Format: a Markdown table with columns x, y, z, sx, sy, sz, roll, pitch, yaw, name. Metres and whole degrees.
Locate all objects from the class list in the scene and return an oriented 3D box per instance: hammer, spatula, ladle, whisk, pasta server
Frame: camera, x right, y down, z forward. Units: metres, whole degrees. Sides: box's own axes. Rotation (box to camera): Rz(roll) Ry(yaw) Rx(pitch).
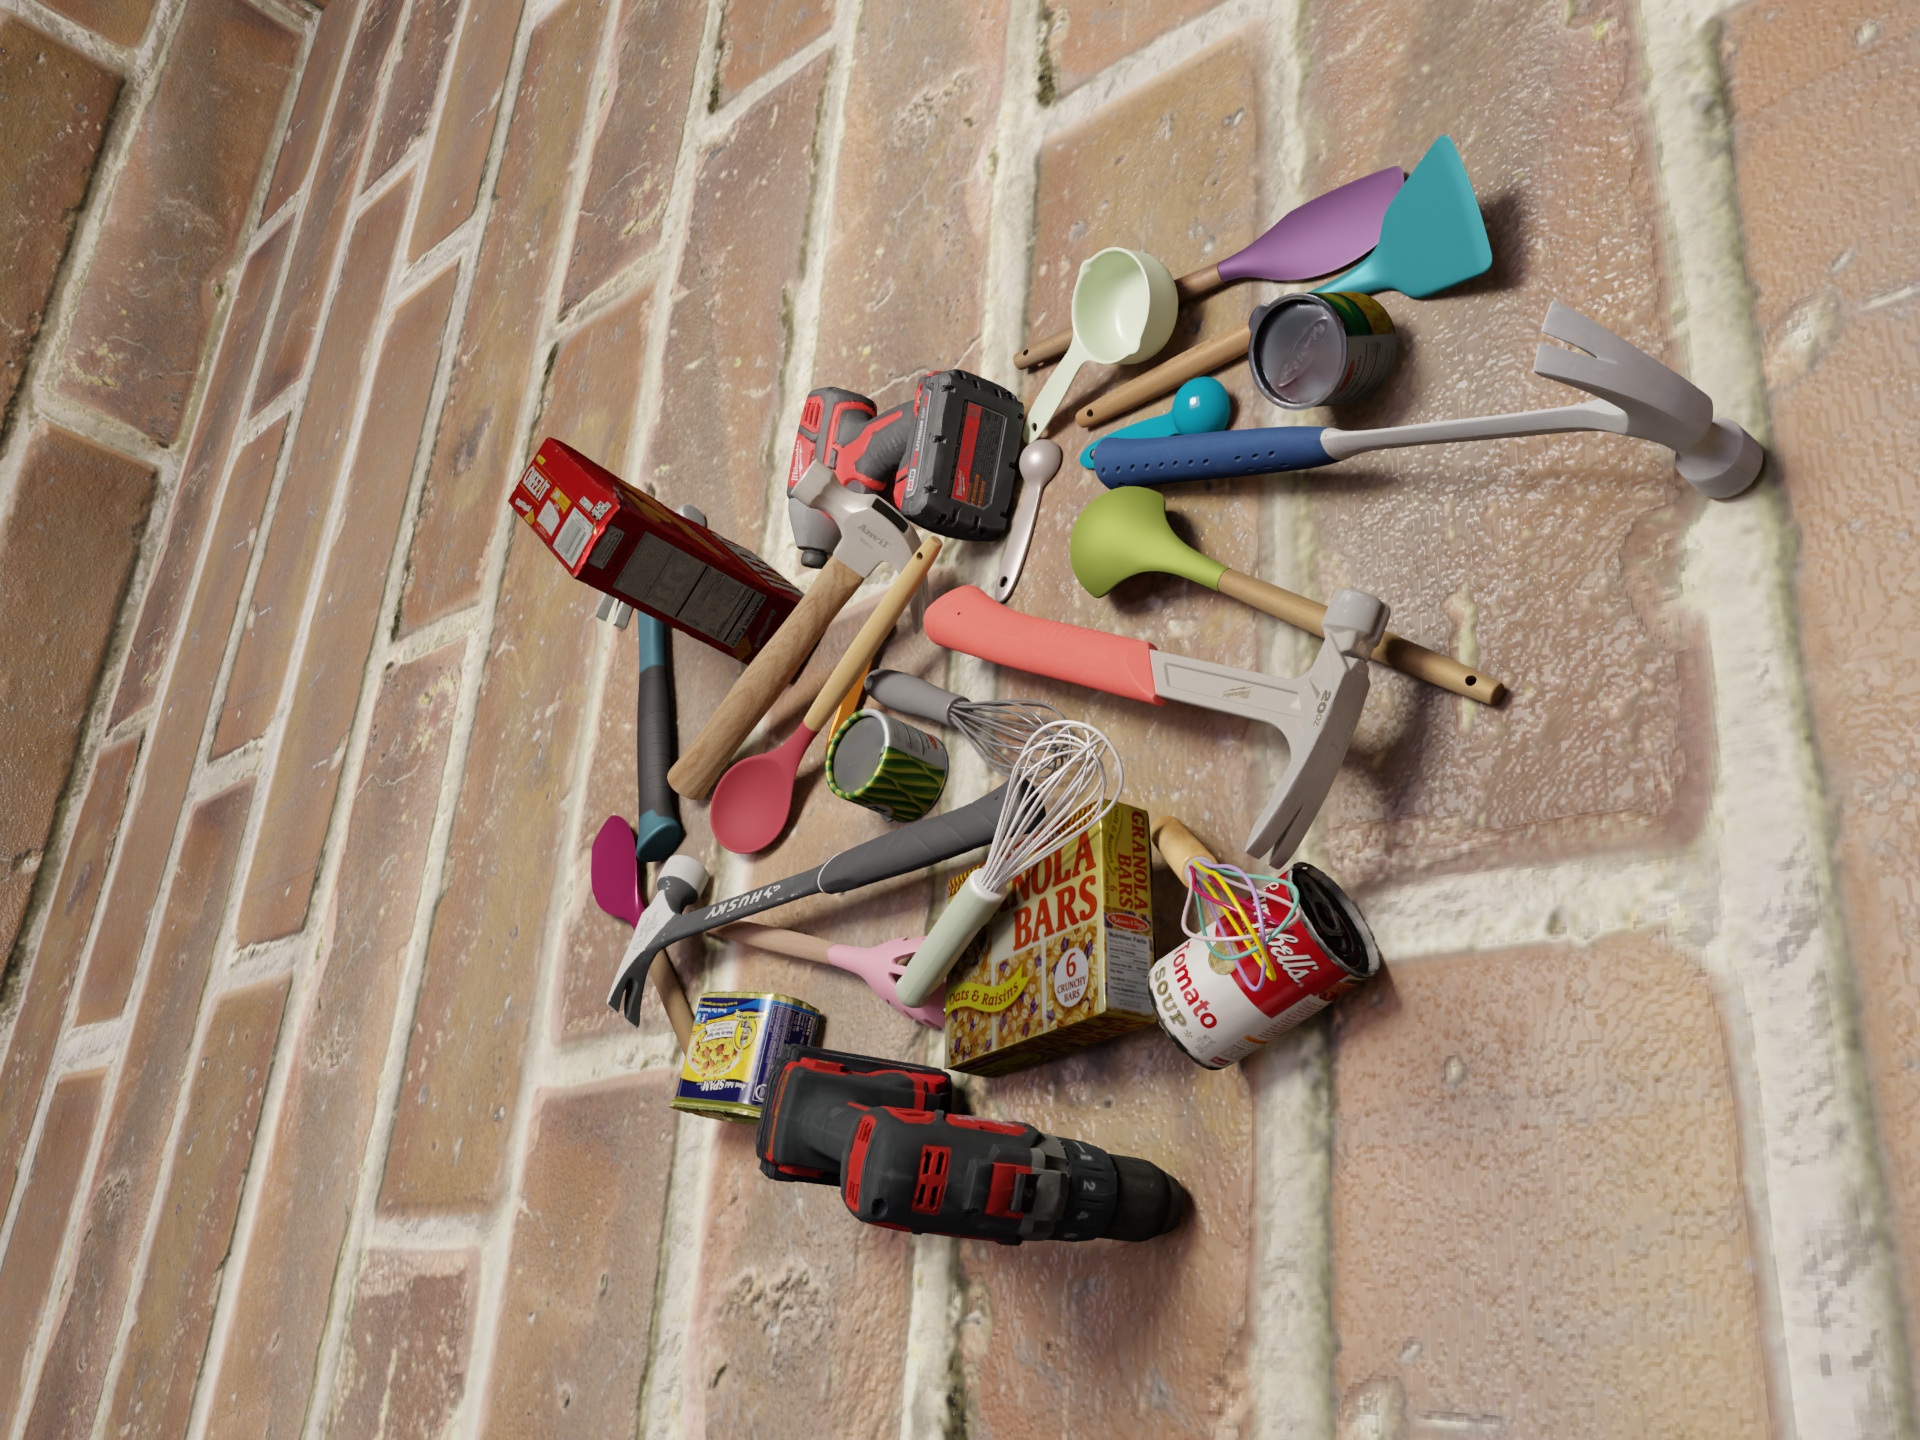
| x | y | z | sx | sy | sz | roll | pitch | yaw | name |
| --- | --- | --- | --- | --- | --- | --- | --- | --- | --- |
| -0.135 | -0.043 | 1.196 | 0.331 | 0.130 | 0.031 | -49 | 10 | 37 | hammer |
| 0.088 | -0.025 | 0.950 | 0.359 | 0.036 | 0.149 | 17 | 81 | 53 | hammer |
| 0.157 | -0.292 | 1.077 | 0.316 | 0.018 | 0.060 | -13 | 66 | 42 | spatula |
| -0.097 | -0.016 | 1.156 | 0.069 | 0.031 | 0.315 | 51 | 124 | 21 | ladle |
| 0.181 | -0.068 | 0.932 | 0.320 | 0.062 | 0.078 | 30 | 88 | 43 | ladle |
| 0.021 | 0.091 | 0.921 | 0.059 | 0.058 | 0.246 | 39 | 126 | 8 | whisk |
| -0.102 | 0.113 | 1.091 | 0.409 | 0.036 | 0.149 | -22 | 33 | 39 | hammer |
| 0.188 | -0.252 | 1.003 | 0.317 | 0.044 | 0.082 | -21 | 84 | 41 | spatula |
| -0.267 | -0.030 | 1.385 | 0.128 | 0.033 | 0.331 | -32 | 50 | 31 | hammer |
| 0.213 | -0.158 | 0.884 | 0.406 | 0.144 | 0.035 | 7 | 76 | 55 | hammer |
| -0.096 | 0.163 | 1.116 | 0.316 | 0.040 | 0.060 | 2 | 72 | 51 | pasta server |
| 0.127 | 0.079 | 0.818 | 0.051 | 0.047 | 0.245 | -56 | 7 | 5 | whisk |
| -0.001 | -0.002 | 1.084 | 0.239 | 0.055 | 0.055 | 21 | 87 | 54 | whisk |

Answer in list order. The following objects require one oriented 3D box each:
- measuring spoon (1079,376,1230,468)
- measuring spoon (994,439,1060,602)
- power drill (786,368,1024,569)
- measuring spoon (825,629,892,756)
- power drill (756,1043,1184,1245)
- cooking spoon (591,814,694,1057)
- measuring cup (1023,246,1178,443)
| x | y | z | sx | sy | sz | roll | pitch | yaw | name |
| --- | --- | --- | --- | --- | --- | --- | --- | --- | --- |
| 0.122 | -0.192 | 1.054 | 0.128 | 0.021 | 0.042 | -17 | 84 | 45 | measuring spoon |
| 0.041 | -0.144 | 1.125 | 0.034 | 0.018 | 0.124 | 6 | 76 | 48 | measuring spoon |
| -0.056 | -0.187 | 1.204 | 0.220 | 0.078 | 0.143 | 5 | 83 | 52 | power drill |
| -0.076 | -0.024 | 1.199 | 0.021 | 0.011 | 0.117 | 23 | 92 | 50 | measuring spoon |
| -0.003 | 0.243 | 0.889 | 0.227 | 0.187 | 0.080 | -9 | 69 | 65 | power drill |
| -0.245 | 0.183 | 1.267 | 0.068 | 0.017 | 0.319 | -56 | 41 | 17 | cooking spoon |
| 0.094 | -0.253 | 1.105 | 0.167 | 0.038 | 0.083 | -54 | 54 | 44 | measuring cup |
